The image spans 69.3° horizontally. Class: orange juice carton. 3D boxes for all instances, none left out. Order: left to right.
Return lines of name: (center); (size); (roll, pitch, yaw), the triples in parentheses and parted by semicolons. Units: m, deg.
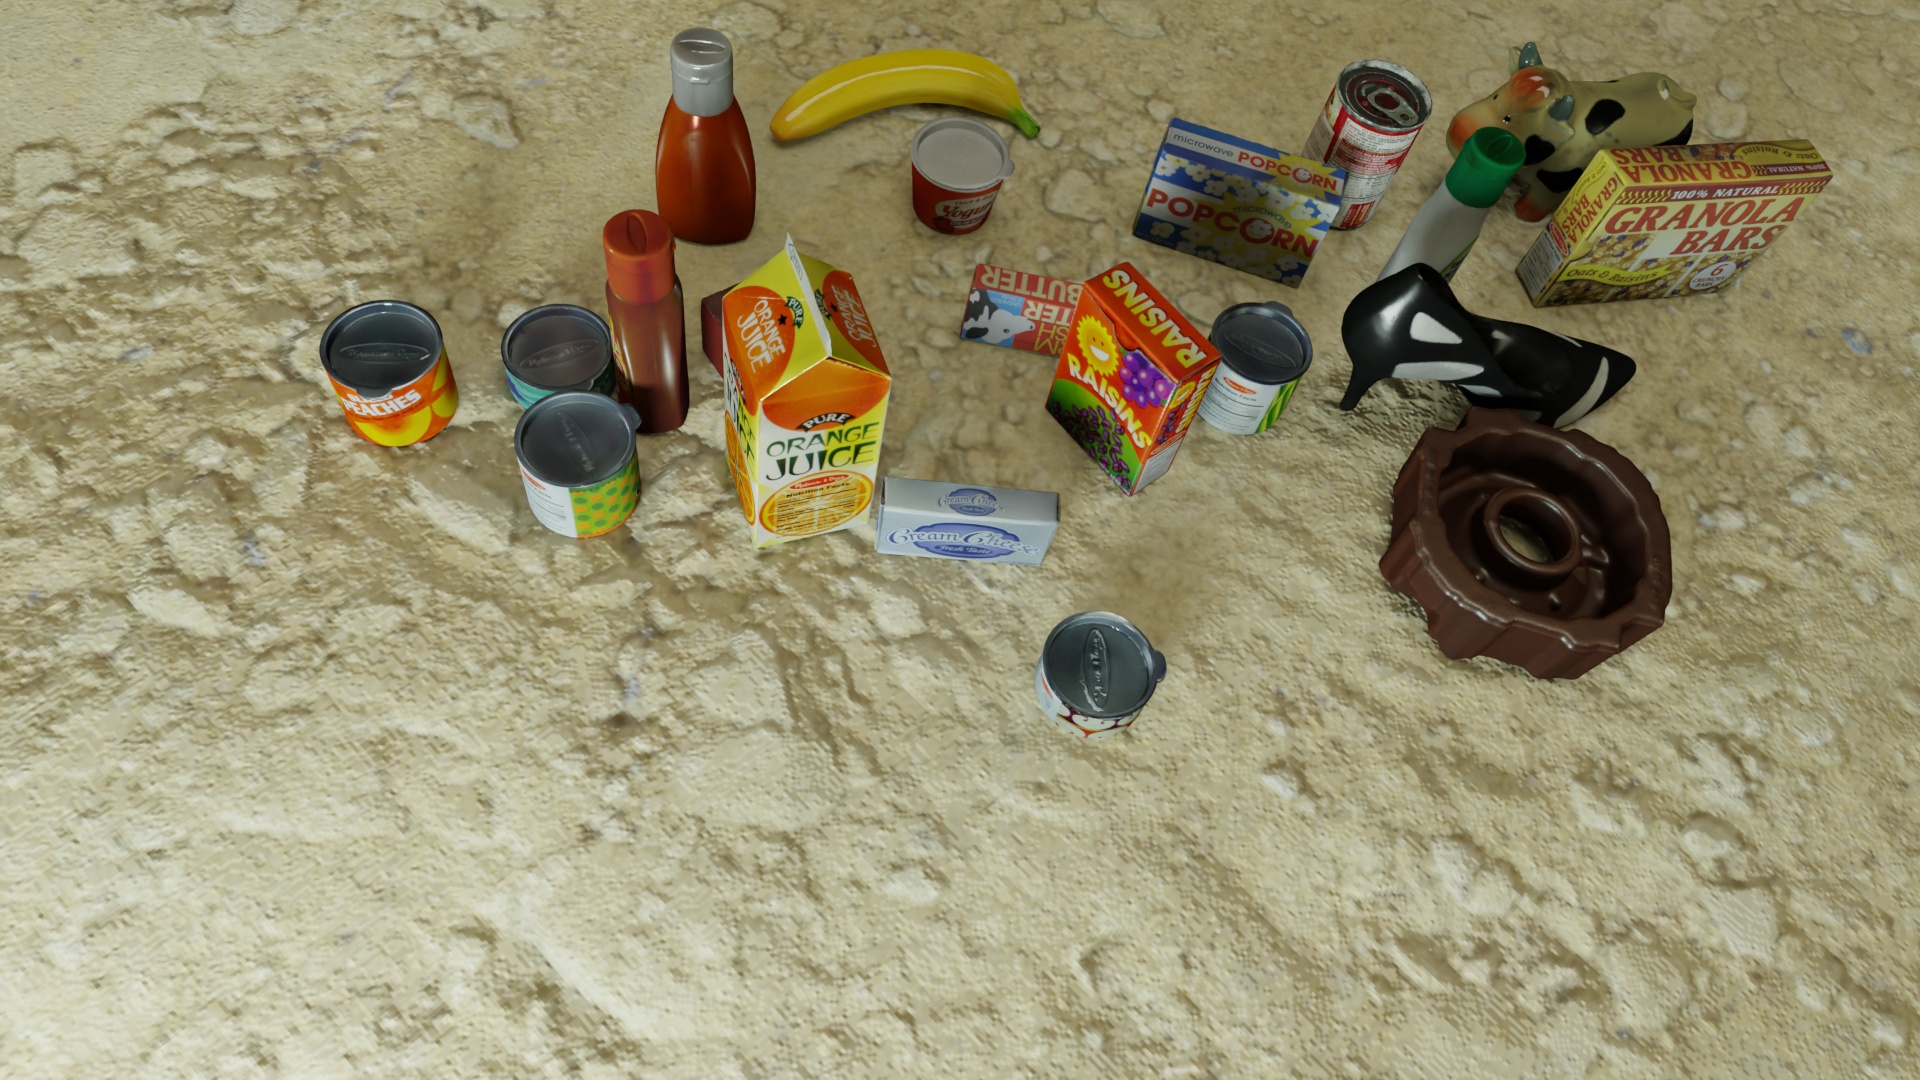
orange juice carton: (-0.086, -0.078, 0.759); (0.073, 0.191, 0.072); (-13, 63, -16)

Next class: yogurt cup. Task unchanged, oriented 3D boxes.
yogurt cup: (-0.003, -0.248, 0.954); (0.072, 0.053, 0.073); (4, 59, -7)

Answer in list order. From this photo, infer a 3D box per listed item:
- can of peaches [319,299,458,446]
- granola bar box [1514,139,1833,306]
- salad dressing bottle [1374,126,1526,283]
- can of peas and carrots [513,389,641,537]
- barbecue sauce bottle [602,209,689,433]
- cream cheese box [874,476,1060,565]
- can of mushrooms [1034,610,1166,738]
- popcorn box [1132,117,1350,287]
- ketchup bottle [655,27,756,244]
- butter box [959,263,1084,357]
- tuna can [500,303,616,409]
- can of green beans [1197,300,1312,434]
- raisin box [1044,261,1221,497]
can of peaches: (-0.331, -0.095, 0.809); (0.071, 0.057, 0.071); (4, 59, -7)
granola bar box: (0.498, -0.221, 0.977); (0.166, 0.123, 0.039); (-6, 61, -12)
salad dressing bottle: (0.326, -0.210, 0.929); (0.044, 0.147, 0.064); (41, 62, 15)
can of peas and carrots: (-0.216, -0.045, 0.797); (0.071, 0.058, 0.071); (4, 59, -7)
barbecue sauce bottle: (-0.181, -0.126, 0.799); (0.044, 0.147, 0.065); (-10, 62, -14)
cream cheese box: (0.003, -0.010, 0.815); (0.104, 0.053, 0.024); (5, 59, -6)
can of mushrooms: (0.079, 0.077, 0.787); (0.071, 0.033, 0.071); (4, 59, -7)
popcorn box: (0.190, -0.232, 0.957); (0.127, 0.084, 0.038); (18, 59, 2)
ketchup bottle: (-0.161, -0.252, 0.876); (0.065, 0.148, 0.044); (3, 60, -7)
butter box: (0.055, -0.146, 0.903); (0.103, 0.053, 0.024); (11, 59, -3)
tuna can: (-0.242, -0.107, 0.845); (0.071, 0.032, 0.071); (4, 59, -7)
can of green beans: (0.187, -0.111, 0.901); (0.071, 0.057, 0.071); (4, 59, -7)
raisin box: (0.101, -0.095, 0.840); (0.040, 0.122, 0.086); (-31, 69, -23)
